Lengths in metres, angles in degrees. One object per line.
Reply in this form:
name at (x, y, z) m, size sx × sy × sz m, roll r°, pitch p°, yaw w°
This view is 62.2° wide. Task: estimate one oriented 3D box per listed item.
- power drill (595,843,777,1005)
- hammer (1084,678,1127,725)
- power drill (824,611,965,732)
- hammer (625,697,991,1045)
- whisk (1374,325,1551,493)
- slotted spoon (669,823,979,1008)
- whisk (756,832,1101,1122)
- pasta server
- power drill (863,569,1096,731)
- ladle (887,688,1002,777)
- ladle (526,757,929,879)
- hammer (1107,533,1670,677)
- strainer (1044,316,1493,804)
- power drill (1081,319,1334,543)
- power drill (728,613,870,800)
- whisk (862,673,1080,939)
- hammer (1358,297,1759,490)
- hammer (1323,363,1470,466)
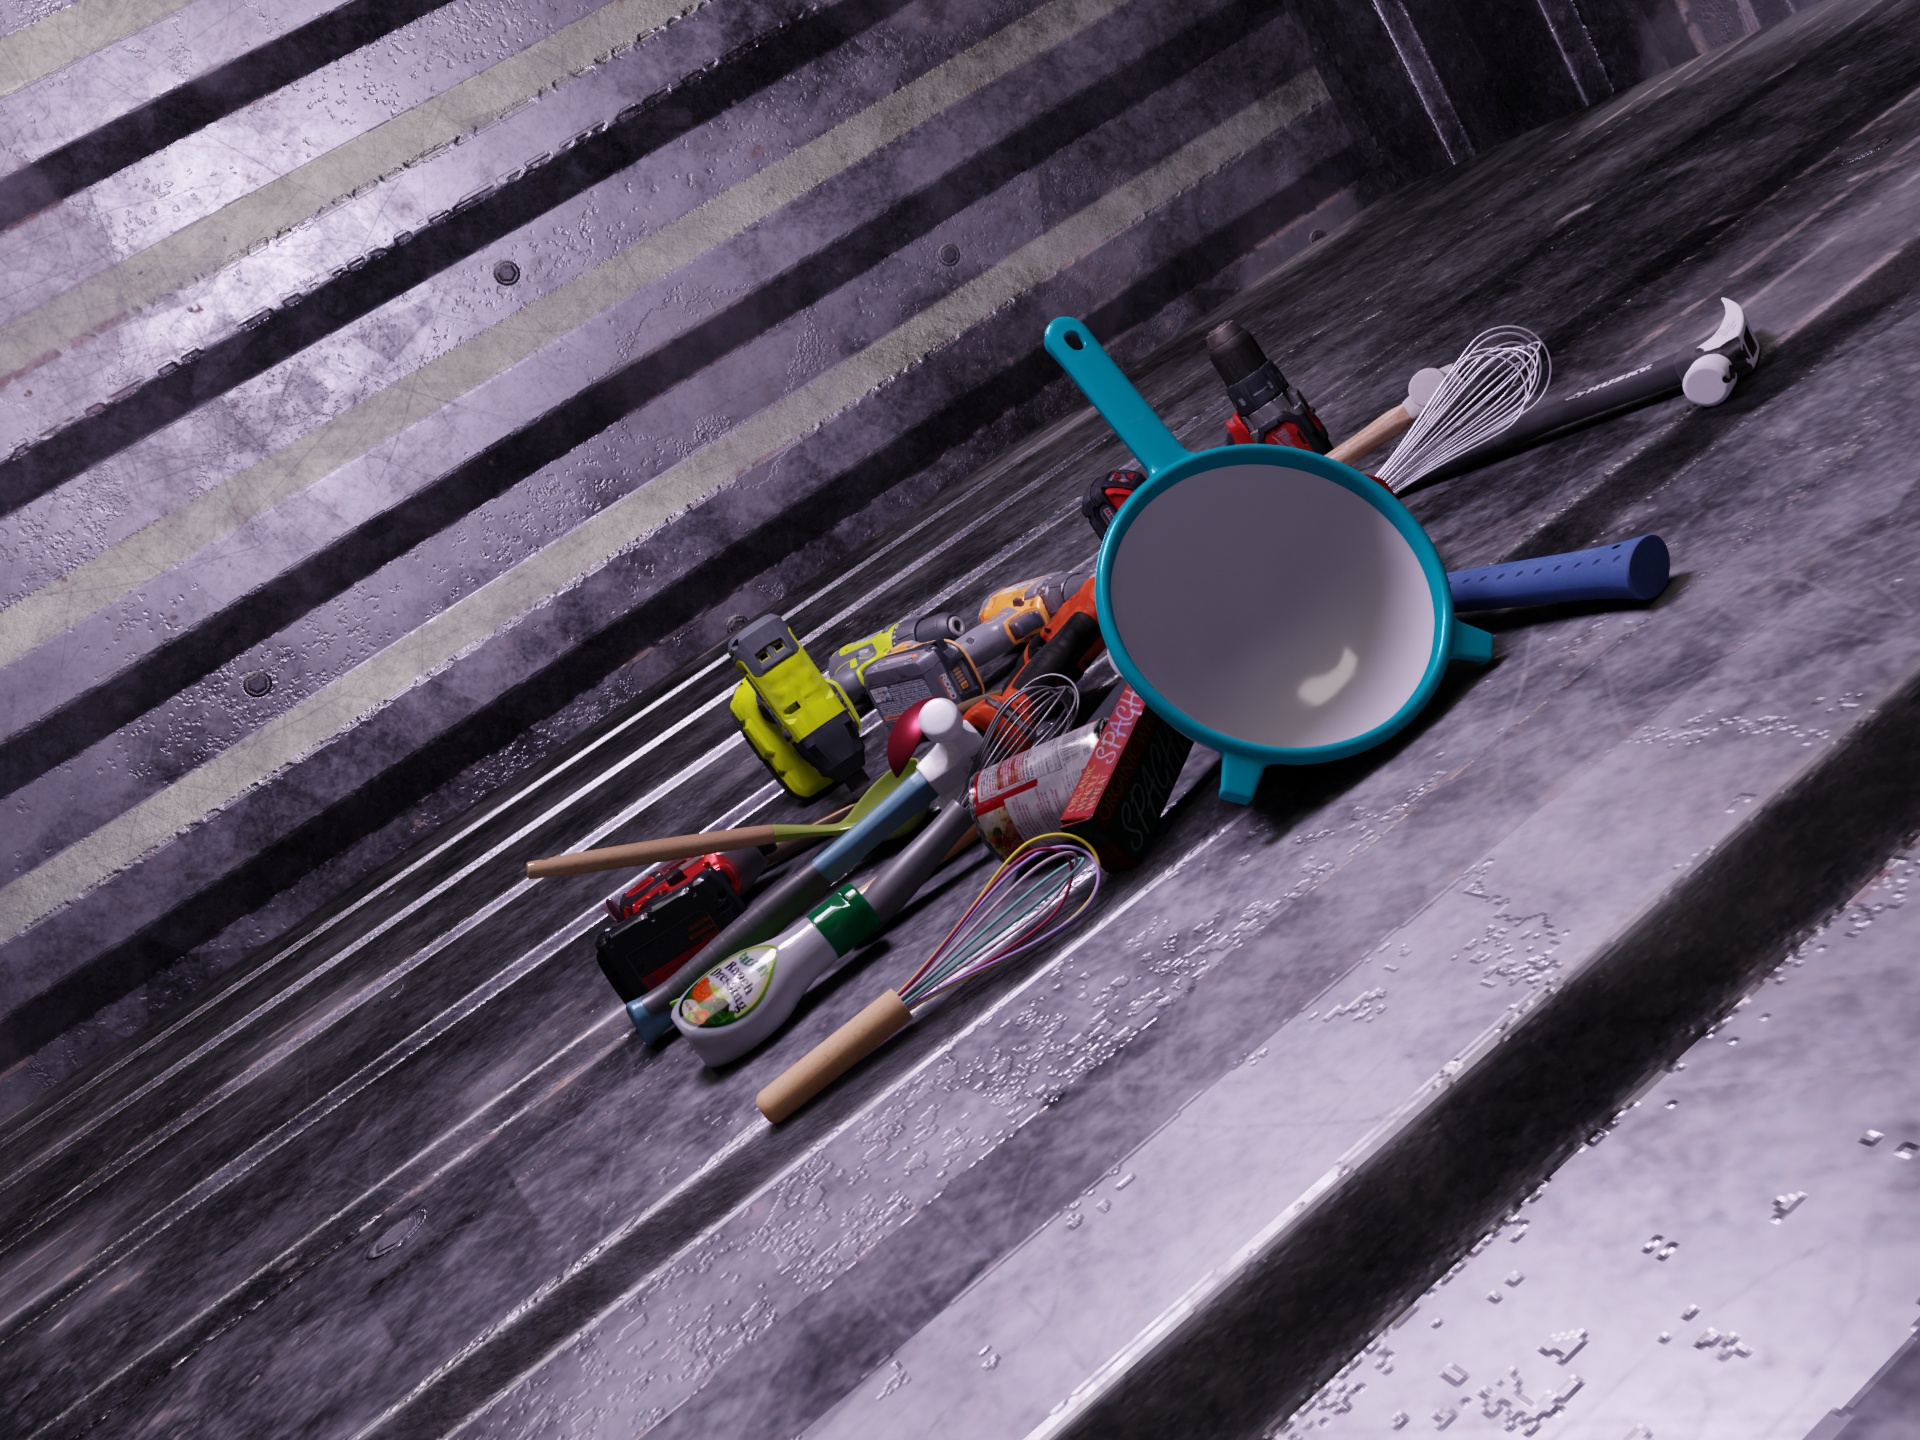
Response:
power drill at (-0.215, 0.152, 1.293) m, size 0.143 × 0.078 × 0.220 m, roll -31°, pitch 10°, yaw 1°
hammer at (0.148, -0.046, 1.264) m, size 0.149 × 0.036 × 0.409 m, roll -24°, pitch 16°, yaw 36°
power drill at (-0.111, -0.041, 1.746) m, size 0.190 × 0.080 × 0.228 m, roll -20°, pitch 15°, yaw 42°
hammer at (-0.111, 0.118, 1.153) m, size 0.331 × 0.033 × 0.128 m, roll -40°, pitch -30°, yaw 0°
whisk at (0.340, -0.194, 1.238) m, size 0.284 × 0.070 × 0.070 m, roll -44°, pitch 11°, yaw 12°
slotted spoon at (-0.066, 0.127, 1.141) m, size 0.314 × 0.031 × 0.070 m, roll -33°, pitch -7°, yaw -13°
whisk at (-0.019, 0.148, 0.928) m, size 0.245 × 0.047 × 0.051 m, roll -37°, pitch 15°, yaw -8°
pasta server at (-0.180, 0.116, 1.416) m, size 0.316 × 0.040 × 0.060 m, roll -27°, pitch -9°, yaw 14°
power drill at (0.039, -0.076, 1.535) m, size 0.226 × 0.084 × 0.185 m, roll -35°, pitch 14°, yaw -33°
ladle at (-0.002, -0.004, 1.321) m, size 0.069 × 0.031 × 0.315 m, roll -60°, pitch -11°, yaw 15°
ladle at (-0.173, 0.079, 1.228) m, size 0.320 × 0.062 × 0.078 m, roll -8°, pitch 4°, yaw -21°
hammer at (0.274, -0.081, 1.050) m, size 0.144 × 0.035 × 0.405 m, roll -30°, pitch 14°, yaw -31°
strainer at (0.148, -0.105, 0.986) m, size 0.211 × 0.341 × 0.095 m, roll -28°, pitch -21°, yaw -15°
power drill at (0.224, -0.245, 1.493) m, size 0.226 × 0.188 × 0.080 m, roll -30°, pitch 12°, yaw 26°
power drill at (-0.148, 0.003, 1.469) m, size 0.080 × 0.171 × 0.223 m, roll -35°, pitch -2°, yaw -12°
whisk at (-0.001, 0.062, 1.113) m, size 0.239 × 0.055 × 0.055 m, roll -48°, pitch 15°, yaw -5°
hammer at (0.459, -0.239, 1.259) m, size 0.335 × 0.035 × 0.146 m, roll -18°, pitch 20°, yaw 47°
hammer at (0.301, -0.207, 1.401) m, size 0.331 × 0.031 × 0.130 m, roll -35°, pitch -7°, yaw 32°
